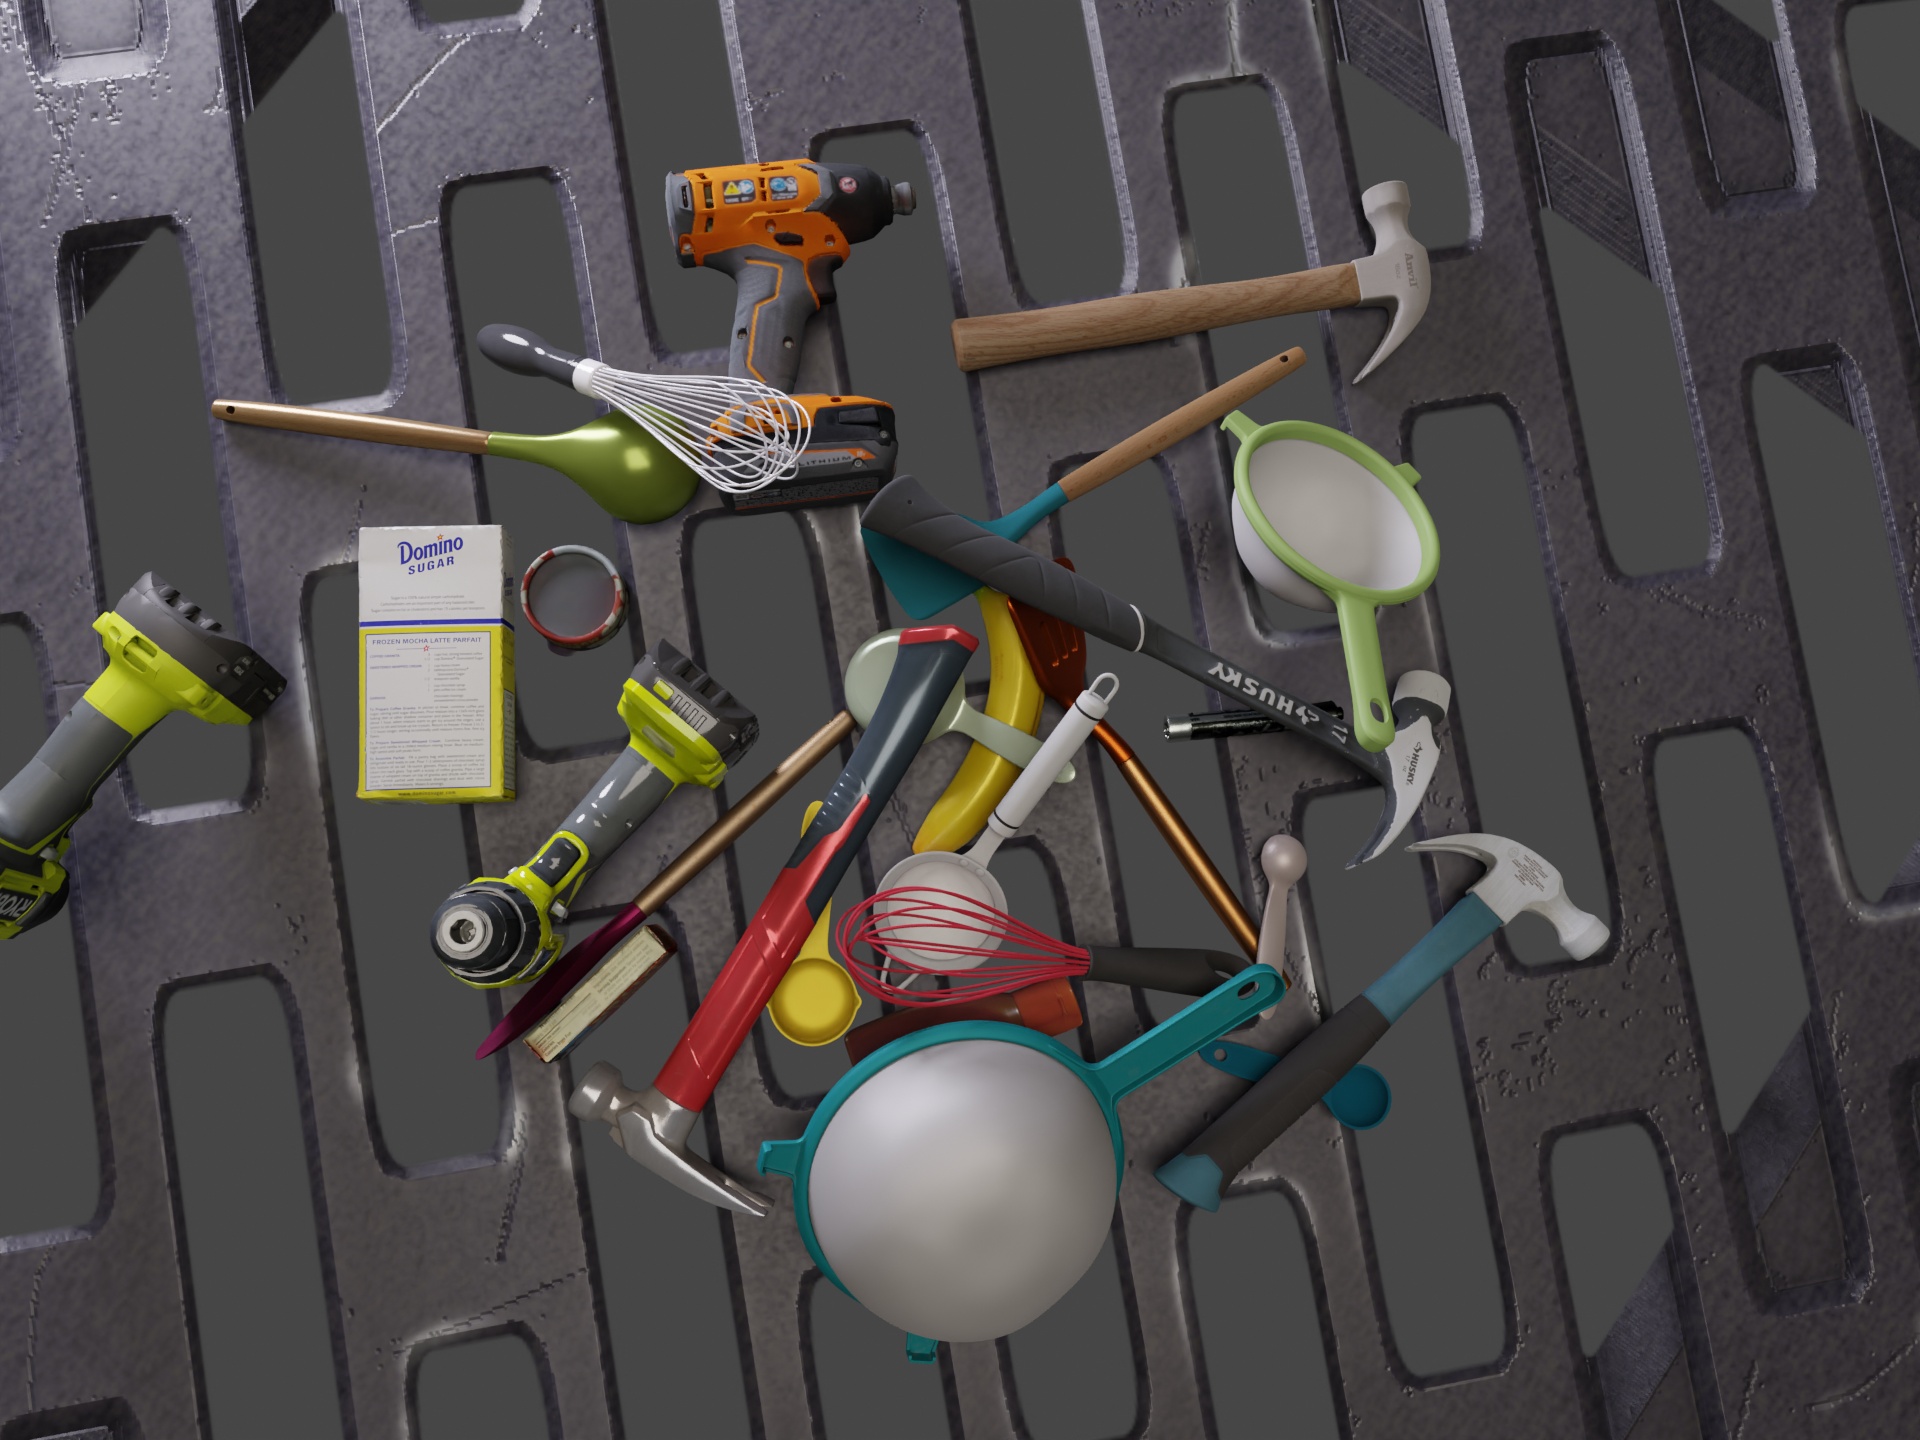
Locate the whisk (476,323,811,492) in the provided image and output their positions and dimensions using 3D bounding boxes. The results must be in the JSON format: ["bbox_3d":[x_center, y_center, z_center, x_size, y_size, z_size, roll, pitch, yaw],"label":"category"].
[{"bbox_3d":[-0.205,-0.205,0.988,0.285,0.070,0.070,25,83,30],"label":"whisk"}]

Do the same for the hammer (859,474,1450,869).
[{"bbox_3d":[0.124,-0.045,1.007,0.408,0.036,0.149,26,63,-10],"label":"hammer"}]

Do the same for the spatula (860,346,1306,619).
[{"bbox_3d":[0.090,-0.167,1.051,0.317,0.044,0.082,-30,67,1],"label":"spatula"}]

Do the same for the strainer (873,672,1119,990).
[{"bbox_3d":[0.024,0.070,1.001,0.087,0.050,0.258,33,113,-7],"label":"strainer"}]

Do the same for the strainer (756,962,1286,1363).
[{"bbox_3d":[0.062,0.261,0.956,0.340,0.095,0.210,-33,109,0],"label":"strainer"}]

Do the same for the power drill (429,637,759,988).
[{"bbox_3d":[-0.224,0.064,0.951,0.080,0.190,0.228,40,79,0],"label":"power drill"}]

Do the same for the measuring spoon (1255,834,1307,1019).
[{"bbox_3d":[0.210,0.135,1.043,0.034,0.018,0.124,18,72,-25],"label":"measuring spoon"}]

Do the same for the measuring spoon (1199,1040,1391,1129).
[{"bbox_3d":[0.220,0.236,1.053,0.128,0.021,0.042,16,77,7],"label":"measuring spoon"}]

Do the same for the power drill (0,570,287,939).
[{"bbox_3d":[-0.518,0.030,0.951,0.080,0.171,0.223,38,75,0],"label":"power drill"}]

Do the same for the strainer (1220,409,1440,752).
[{"bbox_3d":[0.234,-0.077,1.018,0.151,0.069,0.257,13,53,-18],"label":"strainer"}]

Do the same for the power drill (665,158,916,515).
[{"bbox_3d":[-0.099,-0.259,1.041,0.164,0.084,0.226,-8,82,-5],"label":"power drill"}]

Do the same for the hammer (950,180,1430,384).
[{"bbox_3d":[0.159,-0.278,1.084,0.331,0.031,0.130,-10,85,-4],"label":"hammer"}]

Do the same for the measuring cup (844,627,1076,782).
[{"bbox_3d":[-0.002,-0.003,1.015,0.168,0.038,0.083,28,90,22],"label":"measuring cup"}]

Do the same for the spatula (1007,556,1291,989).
[{"bbox_3d":[0.129,0.043,1.046,0.322,0.041,0.081,55,43,-1],"label":"spatula"}]

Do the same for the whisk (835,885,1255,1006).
[{"bbox_3d":[0.060,0.150,0.994,0.295,0.073,0.073,9,84,-24],"label":"whisk"}]

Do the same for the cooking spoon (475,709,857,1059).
[{"bbox_3d":[-0.185,0.103,1.019,0.319,0.069,0.017,-43,102,-12],"label":"cooking spoon"}]

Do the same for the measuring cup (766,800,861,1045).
[{"bbox_3d":[-0.094,0.131,1.033,0.062,0.029,0.156,1,82,-3],"label":"measuring cup"}]

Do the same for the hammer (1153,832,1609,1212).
[{"bbox_3d":[0.261,0.198,1.032,0.331,0.033,0.128,-40,79,-9],"label":"hammer"}]

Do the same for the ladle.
[{"bbox_3d":[-0.329,-0.183,1.043,0.320,0.062,0.078,8,93,4],"label":"ladle"}]

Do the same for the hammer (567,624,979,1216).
[{"bbox_3d":[-0.086,0.116,0.989,0.143,0.038,0.386,32,92,4],"label":"hammer"}]
